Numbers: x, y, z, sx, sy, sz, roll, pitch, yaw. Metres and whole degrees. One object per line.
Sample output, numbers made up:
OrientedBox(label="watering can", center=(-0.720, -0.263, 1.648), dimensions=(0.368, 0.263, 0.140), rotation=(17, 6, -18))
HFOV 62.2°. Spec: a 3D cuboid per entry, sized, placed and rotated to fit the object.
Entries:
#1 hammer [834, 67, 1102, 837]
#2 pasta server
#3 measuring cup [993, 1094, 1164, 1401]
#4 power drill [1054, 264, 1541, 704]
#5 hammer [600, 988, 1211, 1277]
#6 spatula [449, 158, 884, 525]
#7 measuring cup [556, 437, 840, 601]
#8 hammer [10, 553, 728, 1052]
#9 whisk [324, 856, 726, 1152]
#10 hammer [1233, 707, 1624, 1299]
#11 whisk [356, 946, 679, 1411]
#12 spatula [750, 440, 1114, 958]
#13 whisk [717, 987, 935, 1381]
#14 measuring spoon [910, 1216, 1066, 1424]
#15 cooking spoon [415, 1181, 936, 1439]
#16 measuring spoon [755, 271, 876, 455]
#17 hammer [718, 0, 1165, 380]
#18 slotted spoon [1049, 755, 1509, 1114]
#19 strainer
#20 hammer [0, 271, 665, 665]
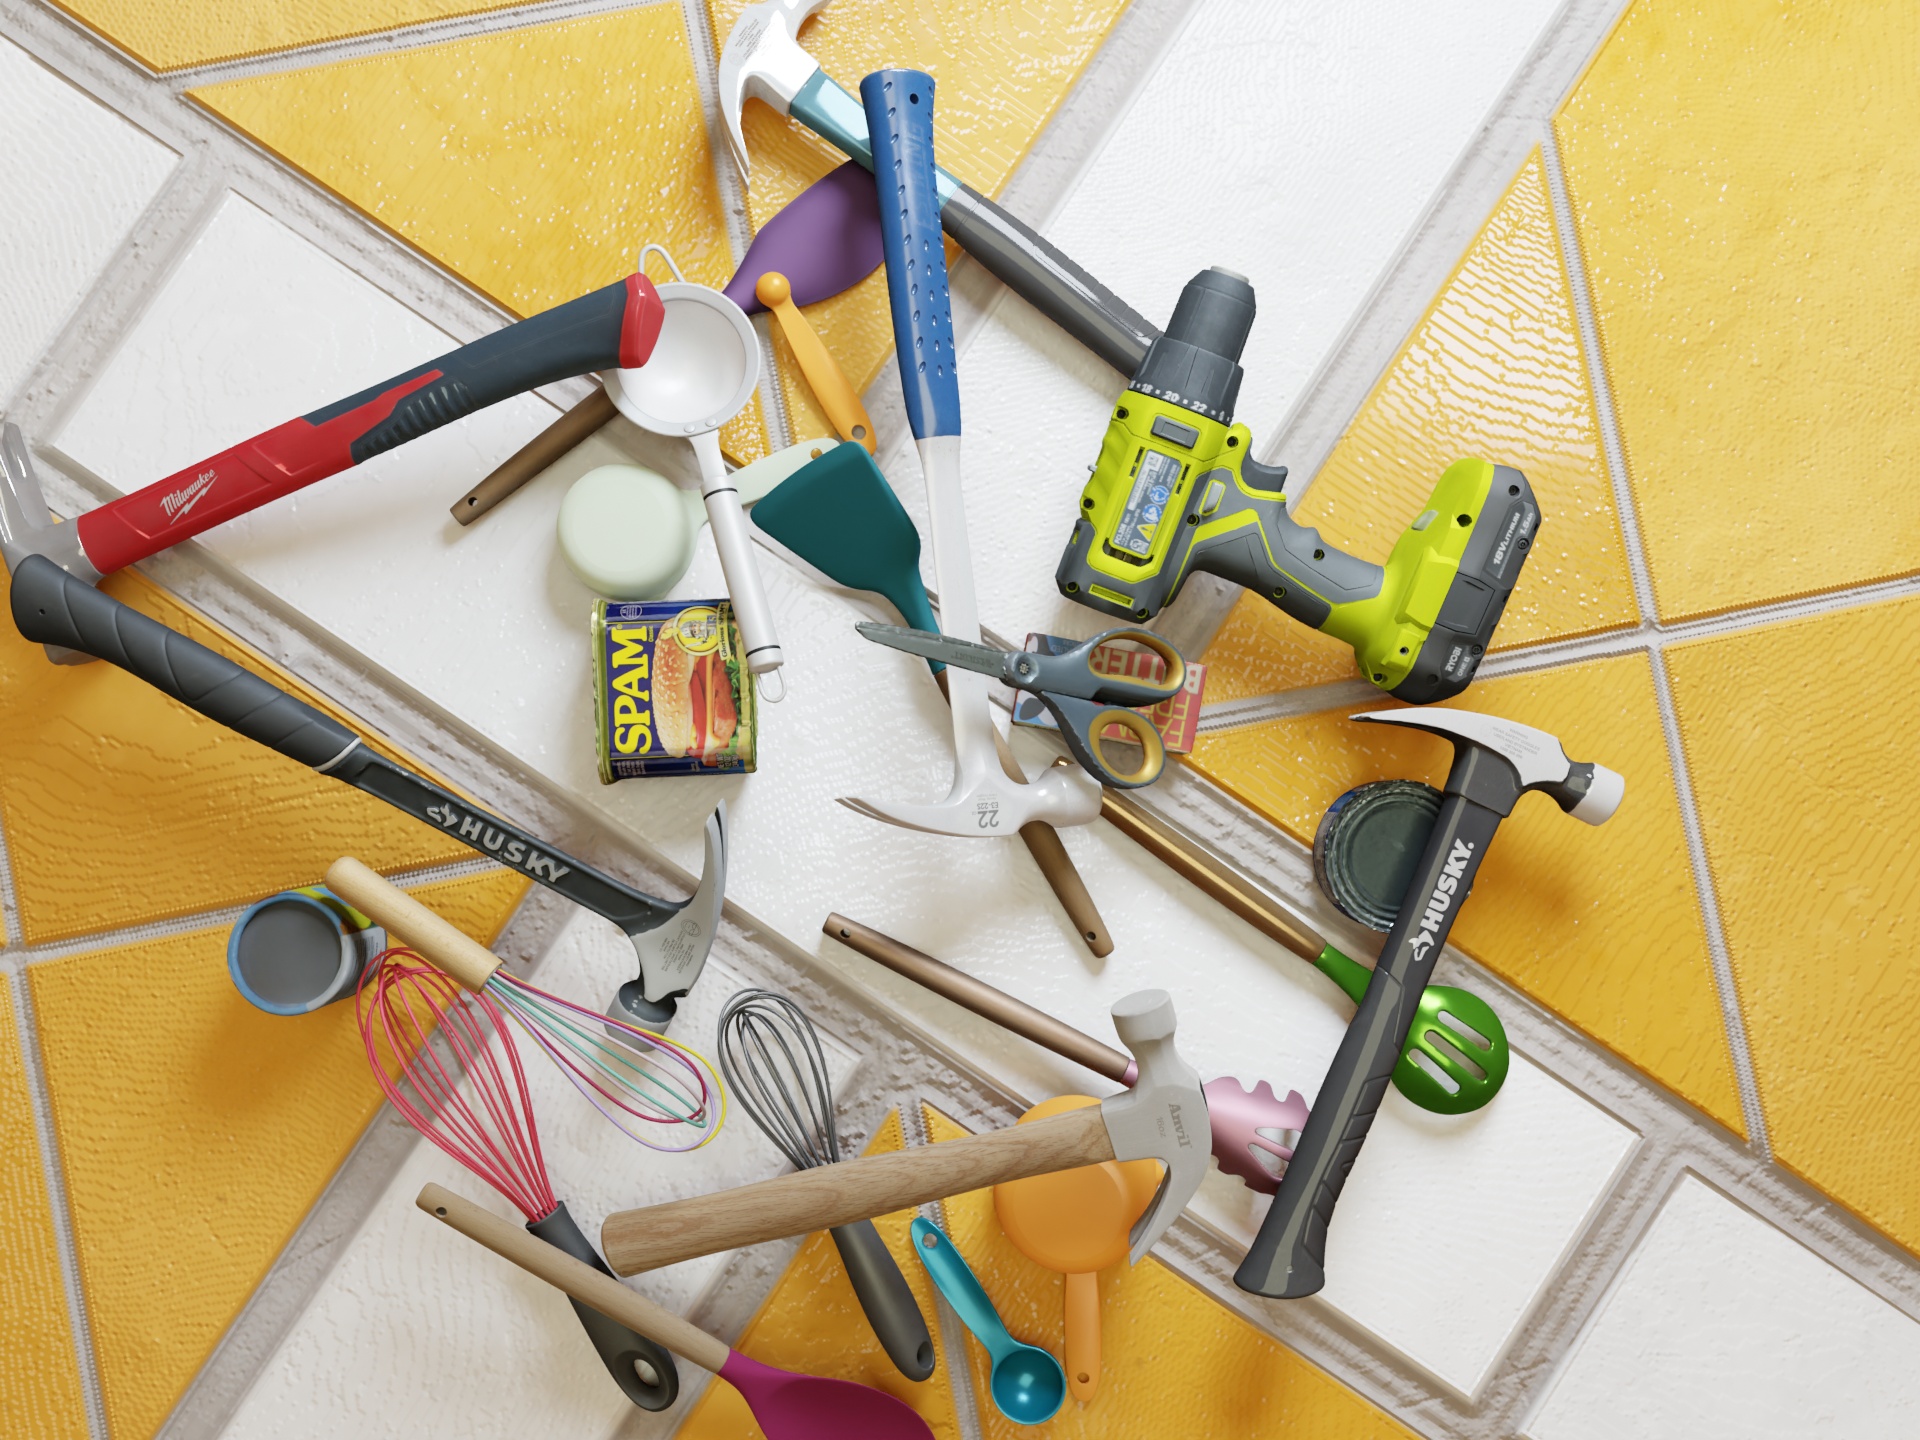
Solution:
OrientedBox(label="hammer", center=(-0.016, -0.138, 0.840), dimensions=(0.144, 0.035, 0.405), rotation=(-7, 89, -26))
OrientedBox(label="pasta server", center=(0.066, 0.182, 0.888), dimensions=(0.316, 0.040, 0.060), rotation=(26, 88, 4))
OrientedBox(label="measuring cup", center=(0.062, 0.295, 0.863), dimensions=(0.095, 0.052, 0.173), rotation=(-1, 93, 11))
OrientedBox(label="power drill", center=(0.185, -0.121, 0.860), dimensions=(0.228, 0.080, 0.190), rotation=(21, 100, -2))
OrientedBox(label="hammer", center=(-0.031, 0.241, 0.826), dimensions=(0.331, 0.031, 0.130), rotation=(-17, 99, 11))
OrientedBox(label="spatula", center=(-0.158, -0.210, 0.899), dimensions=(0.316, 0.018, 0.060), rotation=(-38, 92, -3))
OrientedBox(label="measuring cup", center=(-0.145, -0.123, 0.885), dimensions=(0.167, 0.038, 0.083), rotation=(-23, 89, 0))
OrientedBox(label="hammer", center=(-0.310, 0.024, 0.840), dimensions=(0.409, 0.036, 0.149), rotation=(29, 111, -4))
OrientedBox(label="whisk", center=(-0.227, 0.145, 0.836), dimensions=(0.245, 0.051, 0.047), rotation=(35, 96, 0))
OrientedBox(label="hammer", center=(0.224, 0.150, 0.850), dimensions=(0.146, 0.035, 0.335), rotation=(25, 86, -3))
OrientedBox(label="whisk", center=(-0.236, 0.251, 0.863), dimensions=(0.073, 0.073, 0.296), rotation=(-31, 95, -2))
OrientedBox(label="spatula", center=(-0.001, -0.003, 0.883), dimensions=(0.082, 0.044, 0.317), rotation=(-30, 91, 27))
OrientedBox(label="whisk", center=(-0.069, 0.256, 0.874), dimensions=(0.055, 0.055, 0.239), rotation=(-25, 94, -2))
OrientedBox(label="measuring spoon", center=(0.013, 0.331, 0.888), dimensions=(0.042, 0.021, 0.129), rotation=(-37, 80, 3))
OrientedBox(label="cooking spoon", center=(-0.149, 0.330, 0.852), dimensions=(0.318, 0.017, 0.068), rotation=(34, 103, -12))
OrientedBox(label="measuring spoon", center=(-0.080, -0.200, 0.896), dimensions=(0.021, 0.011, 0.117), rotation=(-32, 98, -5))
OrientedBox(label="hammer", center=(0.005, -0.283, 0.891), dimensions=(0.331, 0.033, 0.128), rotation=(37, 81, -2))
OrientedBox(label="slotted spoon", center=(0.179, 0.117, 0.892), dimensions=(0.314, 0.031, 0.070), rotation=(36, 88, 1))
OrientedBox(label="strainer", center=(-0.133, -0.130, 0.854), dimensions=(0.087, 0.050, 0.258), rotation=(-15, 78, -6))
OrientedBox(label="hammer", center=(-0.343, -0.165, 0.854), dimensions=(0.386, 0.038, 0.143), rotation=(-22, 87, 7))
